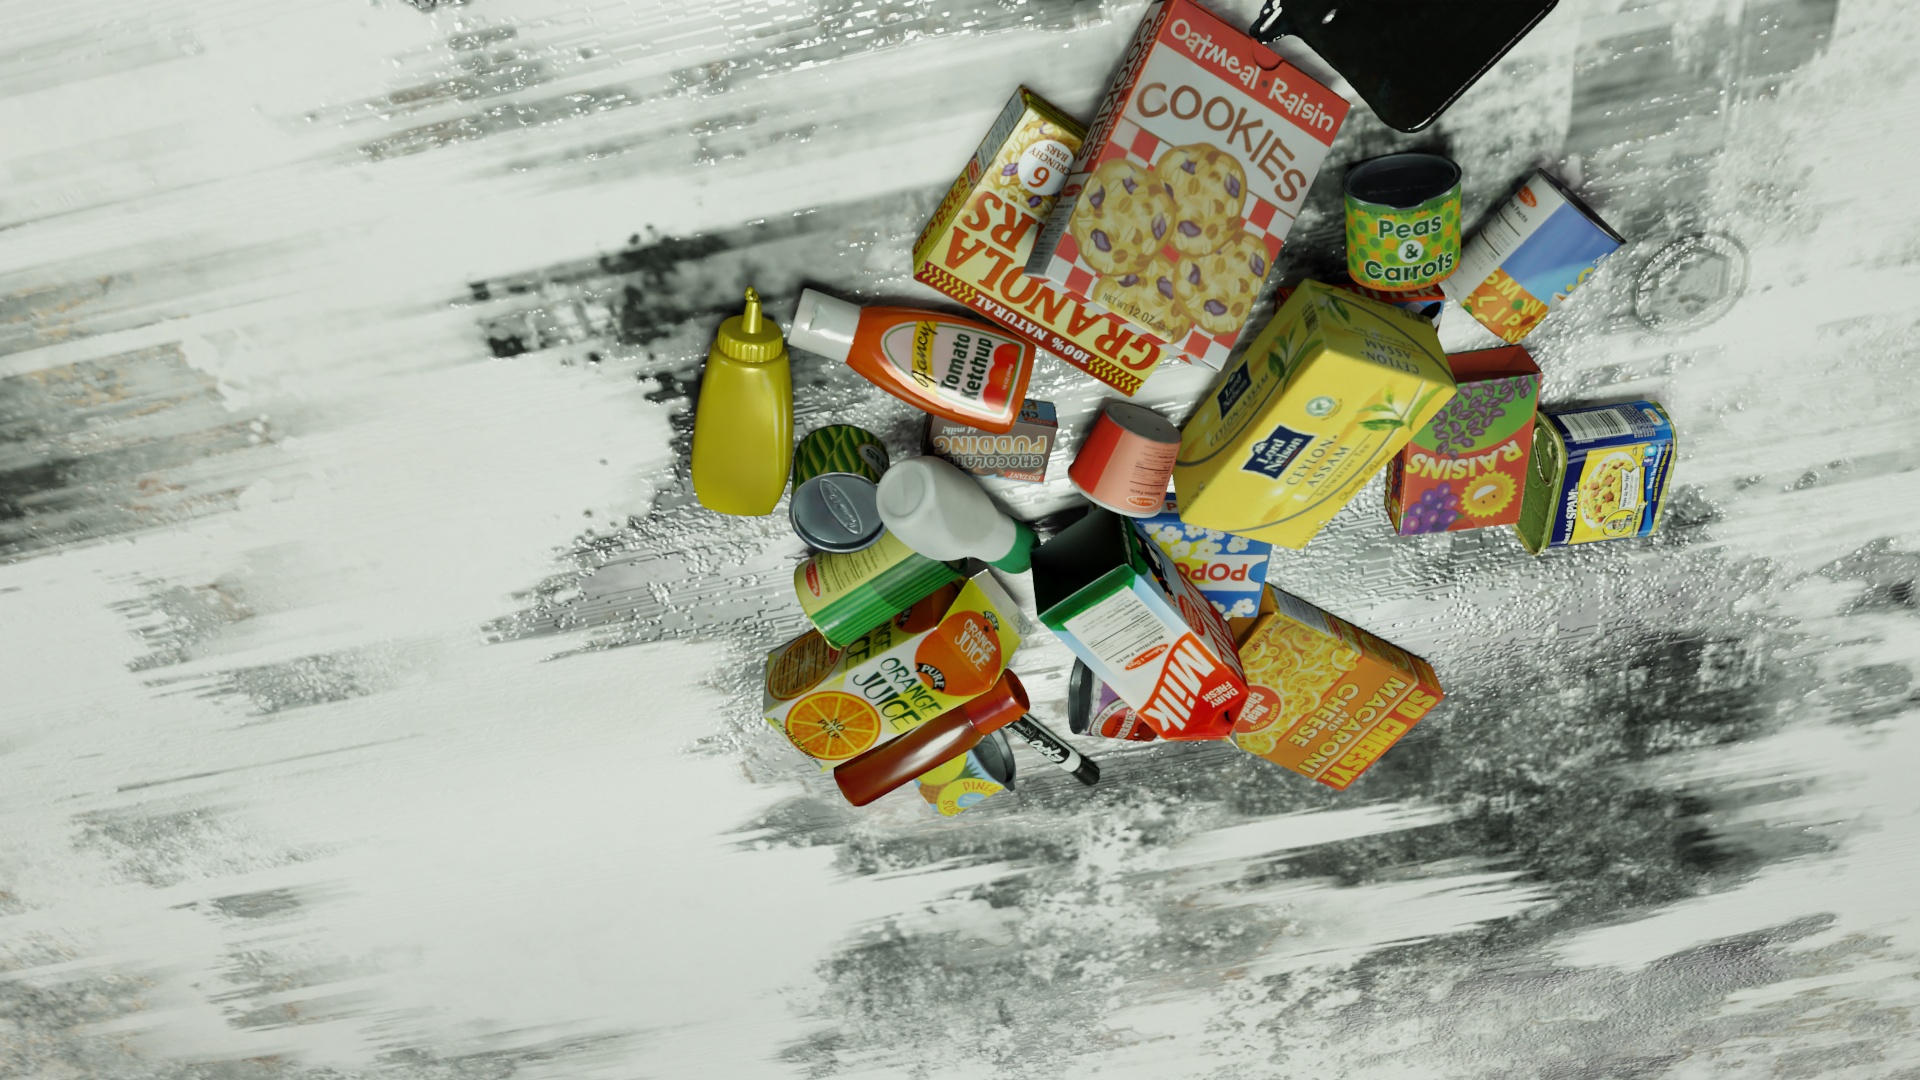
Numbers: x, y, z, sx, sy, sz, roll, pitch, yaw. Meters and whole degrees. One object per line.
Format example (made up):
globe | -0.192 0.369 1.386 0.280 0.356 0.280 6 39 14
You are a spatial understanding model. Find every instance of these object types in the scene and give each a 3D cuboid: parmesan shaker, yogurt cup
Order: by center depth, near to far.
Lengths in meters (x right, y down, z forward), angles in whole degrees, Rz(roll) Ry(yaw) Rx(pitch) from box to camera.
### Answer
yogurt cup | 0.110 -0.055 0.912 0.072 0.073 0.053 15 117 -14
parmesan shaker | -0.053 0.022 0.954 0.103 0.072 0.071 -31 123 19

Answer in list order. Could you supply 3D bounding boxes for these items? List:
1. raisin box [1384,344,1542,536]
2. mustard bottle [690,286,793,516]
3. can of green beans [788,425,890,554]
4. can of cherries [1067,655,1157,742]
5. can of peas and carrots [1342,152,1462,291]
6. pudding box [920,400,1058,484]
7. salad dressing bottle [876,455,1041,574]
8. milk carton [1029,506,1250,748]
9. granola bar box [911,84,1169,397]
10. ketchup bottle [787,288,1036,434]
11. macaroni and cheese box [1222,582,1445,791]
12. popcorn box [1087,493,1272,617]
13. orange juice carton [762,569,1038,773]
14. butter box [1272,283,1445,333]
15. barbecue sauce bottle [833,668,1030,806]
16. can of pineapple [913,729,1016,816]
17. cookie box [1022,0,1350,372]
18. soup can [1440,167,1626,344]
raisin box | 0.335 -0.064 0.933 0.086 0.040 0.122 -8 128 1
mustard bottle | -0.135 -0.090 0.878 0.065 0.049 0.159 8 126 -6
can of green beans | -0.079 -0.034 0.918 0.071 0.058 0.071 -2 127 -2
can of cherries | 0.117 0.118 1.037 0.058 0.072 0.071 8 126 -10
can of peas and carrots | 0.260 -0.186 0.816 0.071 0.071 0.058 -11 128 5
pudding box | 0.018 -0.068 0.916 0.084 0.030 0.049 8 127 -9
salad dressing bottle | 0.003 -0.011 0.914 0.044 0.064 0.147 -19 156 27
milk carton | 0.134 0.068 0.951 0.073 0.073 0.190 -34 121 21
granola bar box | 0.072 -0.174 0.834 0.165 0.039 0.123 26 122 -21
ketchup bottle | -0.031 -0.116 0.862 0.149 0.043 0.065 17 85 -9
macaroni and cheese box | 0.264 0.115 1.064 0.166 0.040 0.123 25 122 -20
popcorn box | 0.150 0.011 0.979 0.127 0.038 0.084 1 126 -4
orange juice carton | -0.044 0.085 1.002 0.192 0.073 0.071 -28 122 16
butter box | 0.251 -0.135 0.883 0.103 0.024 0.052 -2 128 -2
barbecue sauce bottle | -0.020 0.143 1.021 0.148 0.065 0.043 -30 93 16
can of pineapple | 0.002 0.173 1.074 0.057 0.071 0.071 -33 122 21
cookie box | 0.127 -0.197 0.776 0.123 0.040 0.167 24 94 -21
soup can | 0.344 -0.169 0.837 0.071 0.072 0.083 27 122 -22
